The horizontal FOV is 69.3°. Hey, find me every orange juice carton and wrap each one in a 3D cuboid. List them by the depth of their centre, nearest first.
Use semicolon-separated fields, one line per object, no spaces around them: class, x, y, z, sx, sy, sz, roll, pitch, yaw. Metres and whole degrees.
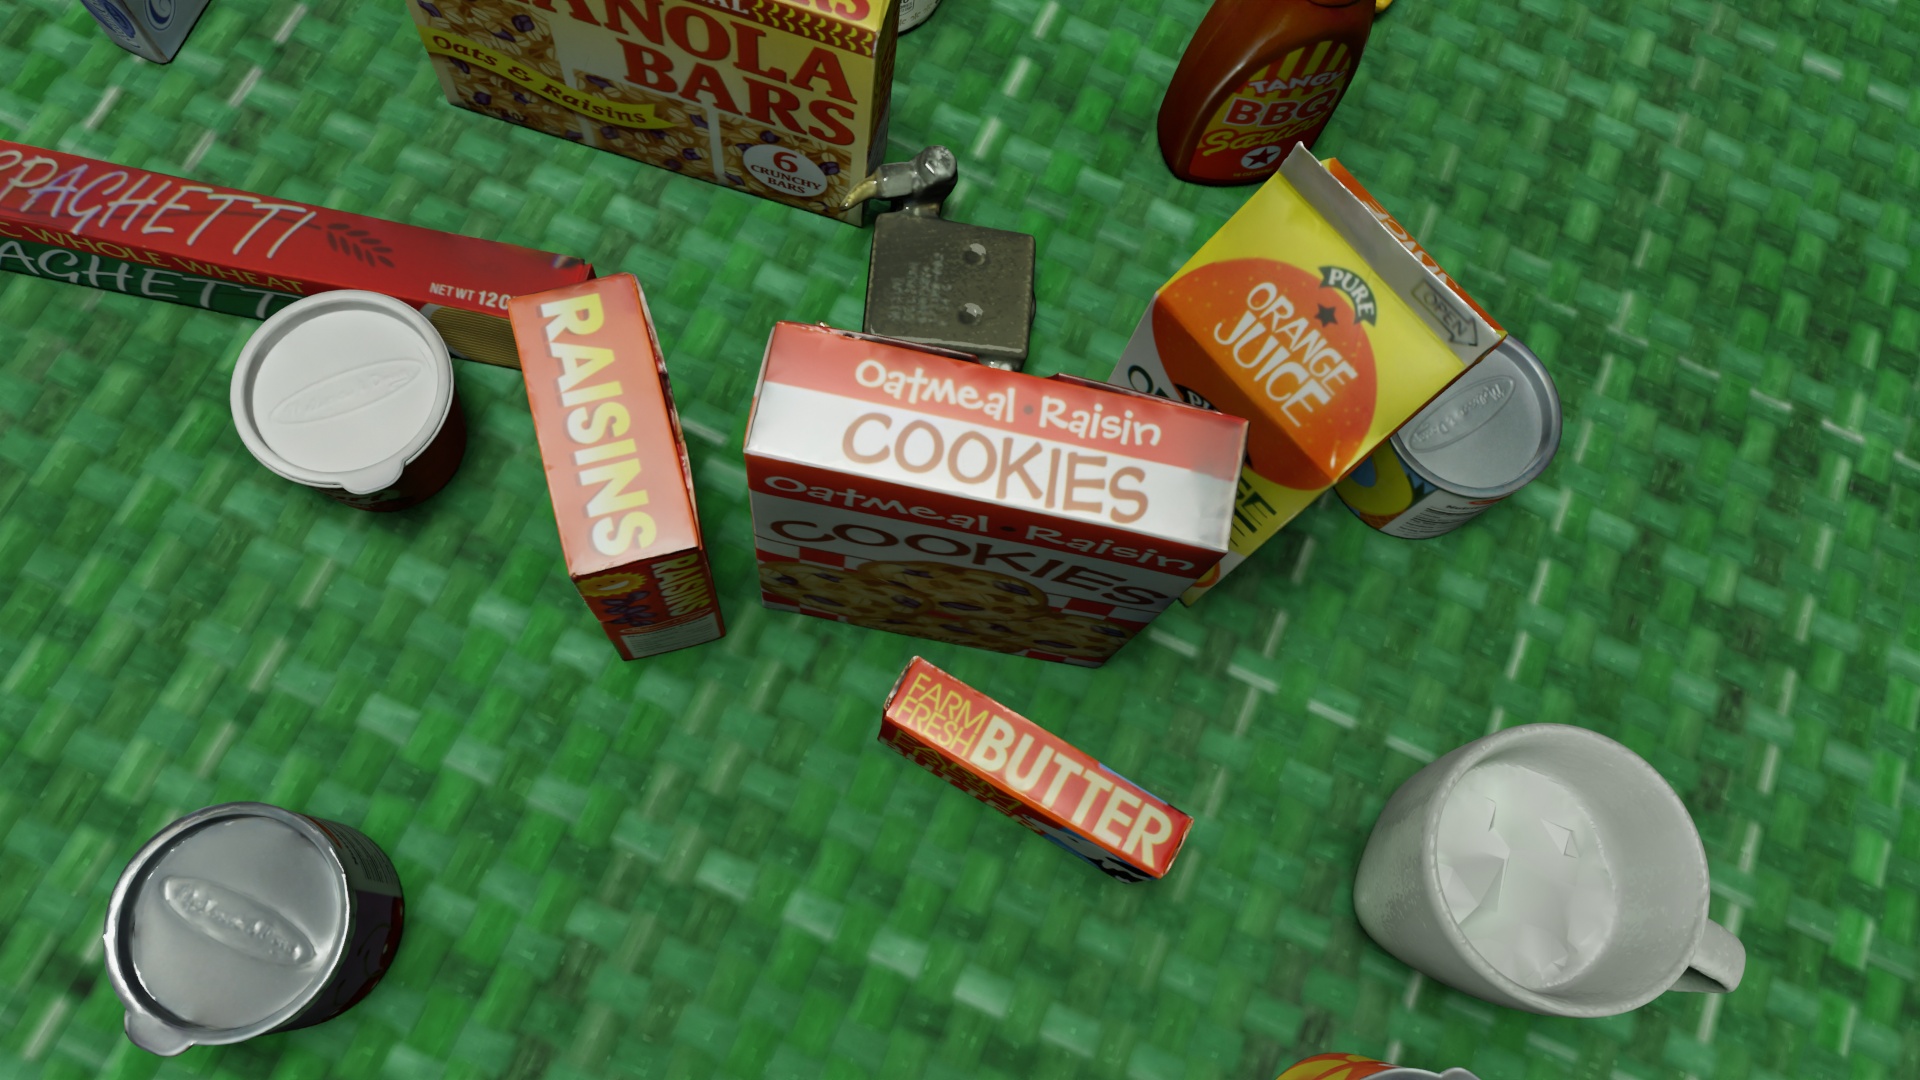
orange juice carton;0.096;-0.048;0.429;0.073;0.192;0.072;-39;82;-15

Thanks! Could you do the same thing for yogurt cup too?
yogurt cup;-0.200;-0.043;0.467;0.072;0.053;0.072;2;74;-6

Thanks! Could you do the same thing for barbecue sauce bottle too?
barbecue sauce bottle;0.117;-0.182;0.494;0.065;0.148;0.044;-10;76;-9

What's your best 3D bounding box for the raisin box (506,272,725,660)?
raisin box;-0.103;-0.017;0.434;0.040;0.123;0.086;-14;76;-10

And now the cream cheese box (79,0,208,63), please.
cream cheese box;-0.288;-0.234;0.513;0.024;0.053;0.104;21;73;0

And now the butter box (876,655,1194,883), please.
butter box;0.021;0.077;0.457;0.103;0.053;0.024;30;73;3

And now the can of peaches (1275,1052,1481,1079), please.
can of peaches;0.131;0.195;0.433;0.071;0.058;0.071;2;74;-6

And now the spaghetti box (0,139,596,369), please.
spaghetti box;-0.251;-0.099;0.479;0.250;0.050;0.029;11;73;-3

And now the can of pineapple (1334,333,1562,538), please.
can of pineapple;0.173;-0.041;0.507;0.071;0.057;0.071;2;74;-6

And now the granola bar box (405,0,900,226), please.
granola bar box;-0.105;-0.177;0.480;0.166;0.124;0.039;17;73;-2

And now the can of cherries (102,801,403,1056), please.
can of cherries;-0.210;0.116;0.416;0.071;0.058;0.071;2;74;-6

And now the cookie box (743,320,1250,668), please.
cookie box;0.001;-0.005;0.419;0.123;0.167;0.040;11;73;-3
